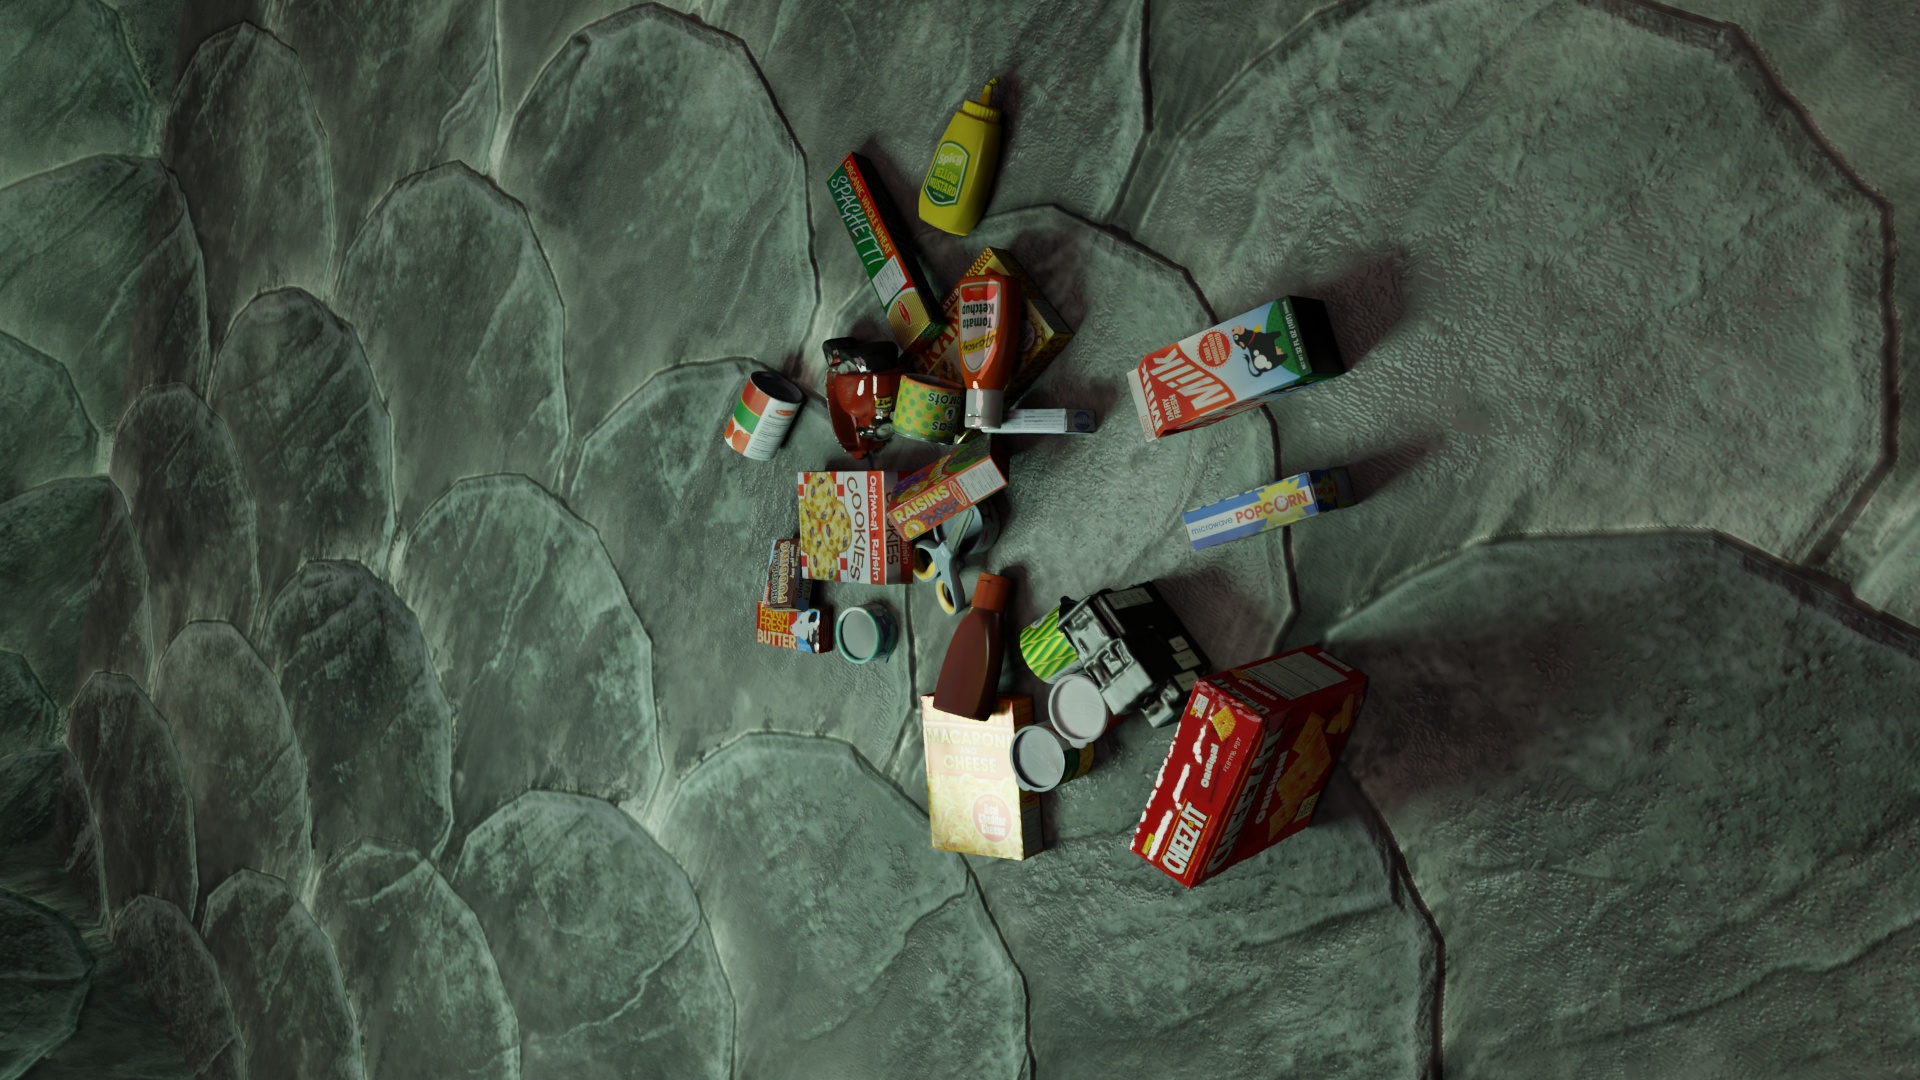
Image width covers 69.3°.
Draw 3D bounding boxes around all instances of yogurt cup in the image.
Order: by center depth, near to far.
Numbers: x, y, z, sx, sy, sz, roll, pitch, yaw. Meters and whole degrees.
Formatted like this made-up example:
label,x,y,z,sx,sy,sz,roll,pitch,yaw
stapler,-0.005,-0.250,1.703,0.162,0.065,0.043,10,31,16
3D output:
label,x,y,z,sx,sy,sz,roll,pitch,yaw
yogurt cup,0.129,0.162,1.367,0.072,0.054,0.072,4,96,37

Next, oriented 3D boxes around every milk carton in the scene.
label,x,y,z,sx,sy,sz,roll,pitch,yaw
milk carton,0.236,-0.150,1.245,0.190,0.073,0.072,-19,83,38

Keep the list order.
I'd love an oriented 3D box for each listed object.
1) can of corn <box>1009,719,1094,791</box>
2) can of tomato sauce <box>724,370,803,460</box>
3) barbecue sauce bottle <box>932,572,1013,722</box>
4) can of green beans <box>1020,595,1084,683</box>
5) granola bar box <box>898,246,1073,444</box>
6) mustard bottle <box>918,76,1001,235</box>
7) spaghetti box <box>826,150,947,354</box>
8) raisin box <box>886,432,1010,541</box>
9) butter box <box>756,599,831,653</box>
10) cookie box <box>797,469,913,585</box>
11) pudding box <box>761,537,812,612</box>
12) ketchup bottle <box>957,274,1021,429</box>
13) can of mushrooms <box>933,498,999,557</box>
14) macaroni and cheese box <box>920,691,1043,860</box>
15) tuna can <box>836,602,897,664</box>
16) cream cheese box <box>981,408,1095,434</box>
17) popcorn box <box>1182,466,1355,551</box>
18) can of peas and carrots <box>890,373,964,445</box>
label,x,y,z,sx,sy,sz,roll,pitch,yaw
can of corn,0.091,0.216,1.398,0.071,0.058,0.071,4,97,37
can of tomato sauce,-0.229,-0.146,1.611,0.071,0.071,0.082,44,119,27
barbecue sauce bottle,0.018,0.108,1.427,0.065,0.043,0.148,7,77,40
can of green beans,0.101,0.101,1.376,0.057,0.071,0.071,-37,72,35
granola bar box,0.023,-0.199,1.428,0.164,0.039,0.124,-47,66,31
mustard bottle,0.007,-0.396,1.417,0.065,0.049,0.159,30,112,30
spaghetti box,-0.081,-0.309,1.478,0.050,0.029,0.251,-42,59,32
raisin box,-0.011,-0.056,1.411,0.123,0.086,0.040,-29,109,13
butter box,-0.196,0.100,1.632,0.103,0.024,0.053,6,97,37
cookie box,-0.116,-0.016,1.530,0.167,0.040,0.123,2,95,51
pudding box,-0.197,0.040,1.609,0.049,0.030,0.084,-3,72,38
ketchup bottle,0.026,-0.184,1.365,0.064,0.043,0.148,3,91,38
can of mushrooms,0.005,-0.018,1.461,0.071,0.033,0.071,5,97,38
macaroni and cheese box,0.022,0.245,1.466,0.123,0.040,0.166,-2,93,37
tuna can,-0.105,0.107,1.557,0.071,0.033,0.071,4,96,38
cream cheese box,0.077,-0.118,1.384,0.104,0.053,0.024,3,94,37
popcorn box,0.271,-0.028,1.221,0.126,0.085,0.038,-19,84,37
can of peas and carrots,-0.031,-0.133,1.407,0.071,0.071,0.058,21,106,35
